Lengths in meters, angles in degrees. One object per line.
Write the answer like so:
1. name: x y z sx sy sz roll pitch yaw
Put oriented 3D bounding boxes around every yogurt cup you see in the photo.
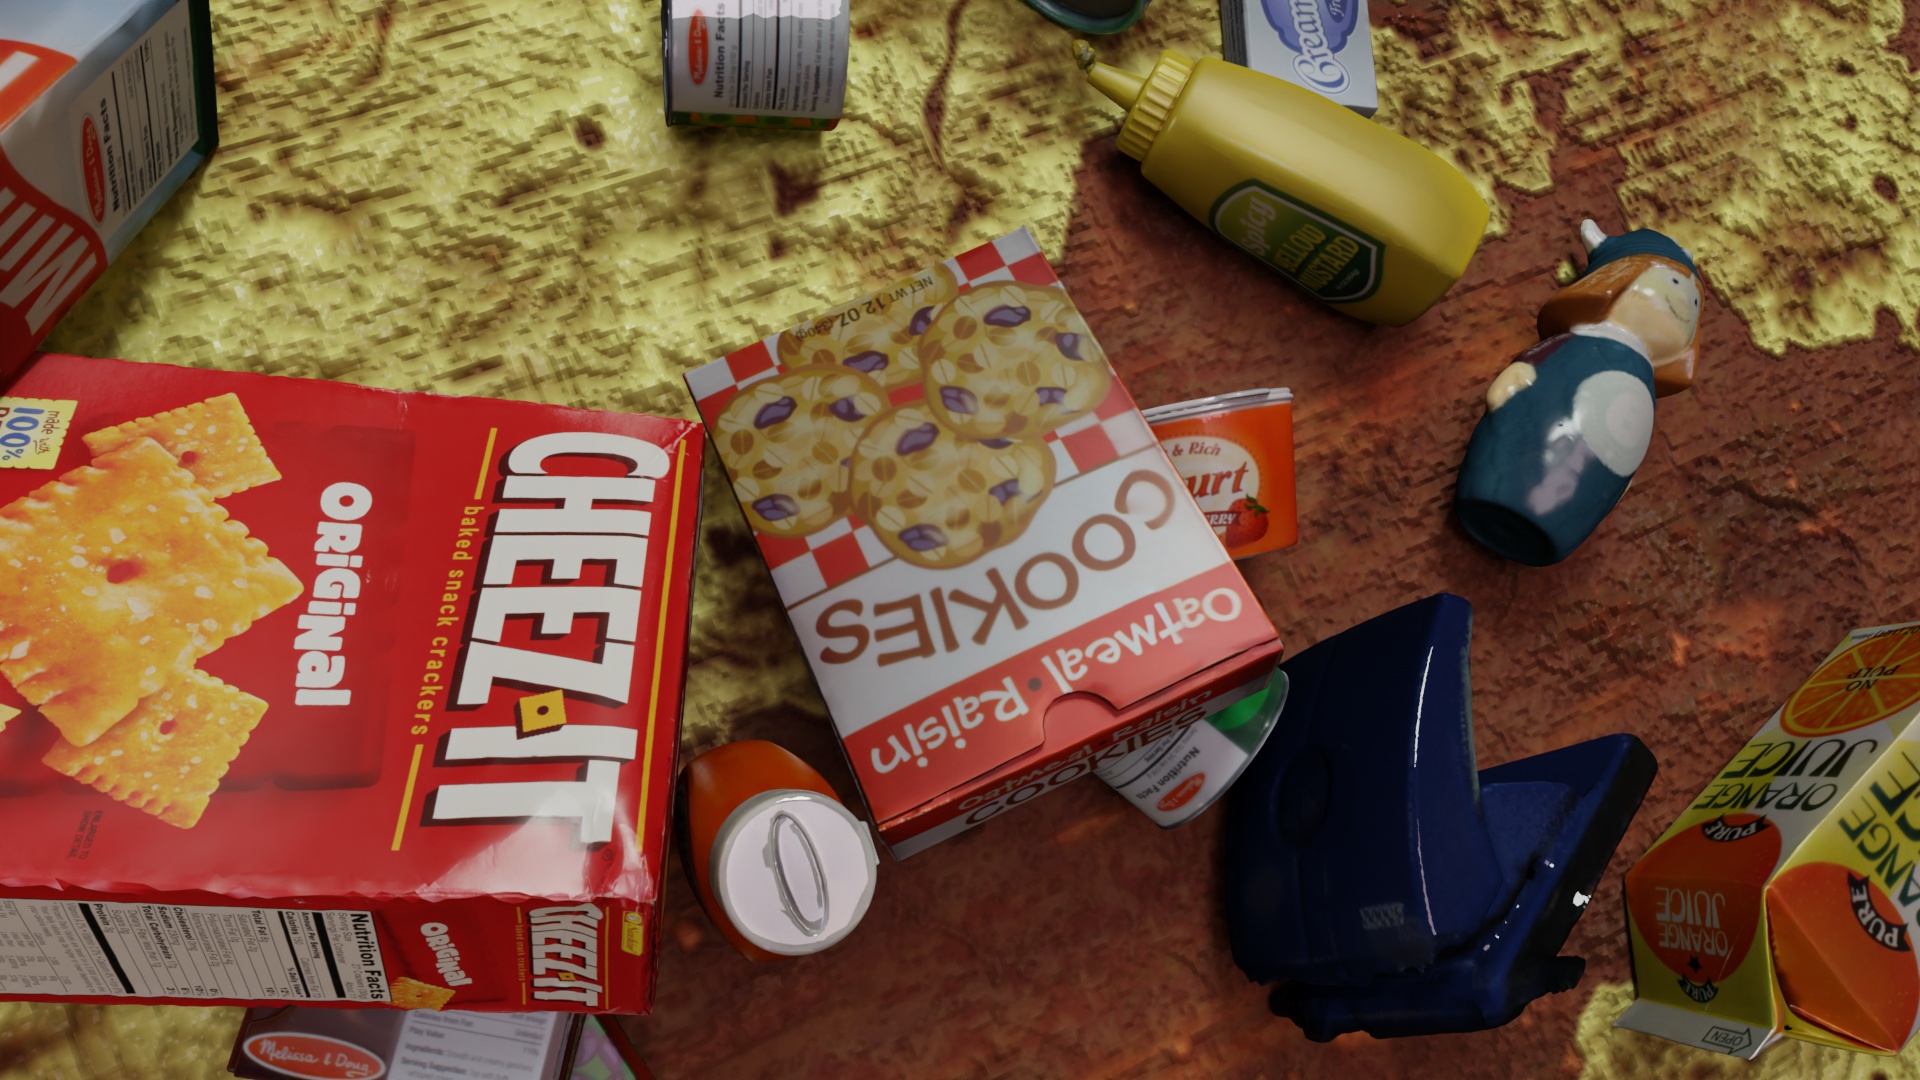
1. yogurt cup: 0.084 -0.020 0.477 0.072 0.072 0.054 -11 91 -14

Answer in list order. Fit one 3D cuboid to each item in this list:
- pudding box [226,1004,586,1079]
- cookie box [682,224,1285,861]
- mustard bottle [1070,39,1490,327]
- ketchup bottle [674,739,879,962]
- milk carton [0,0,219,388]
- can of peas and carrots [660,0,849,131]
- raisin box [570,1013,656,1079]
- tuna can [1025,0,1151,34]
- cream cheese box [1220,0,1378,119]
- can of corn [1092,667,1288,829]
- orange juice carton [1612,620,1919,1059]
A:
1. pudding box: -0.145 0.125 0.377 0.084 0.030 0.050 12 73 -5
2. cookie box: 0.002 -0.005 0.425 0.123 0.040 0.168 -24 62 -5
3. mustard bottle: 0.108 -0.136 0.505 0.160 0.065 0.049 29 70 0
4. ketchup bottle: -0.053 0.086 0.383 0.043 0.148 0.065 -17 85 -16
5. milk carton: -0.272 -0.096 0.360 0.072 0.073 0.191 16 45 -10
6. can of peas and carrots: -0.071 -0.174 0.469 0.059 0.071 0.071 -2 81 -13
7. raisin box: -0.151 0.183 0.401 0.124 0.040 0.086 -33 89 -15
8. tuna can: 0.047 -0.217 0.501 0.071 0.071 0.033 31 77 -6
9. cream cheese box: 0.129 -0.211 0.540 0.053 0.024 0.104 -1 80 -11
10. can of corn: 0.064 0.050 0.460 0.058 0.071 0.071 39 75 -3
11. orange juice carton: 0.317 0.114 0.500 0.193 0.071 0.073 -38 90 -16
